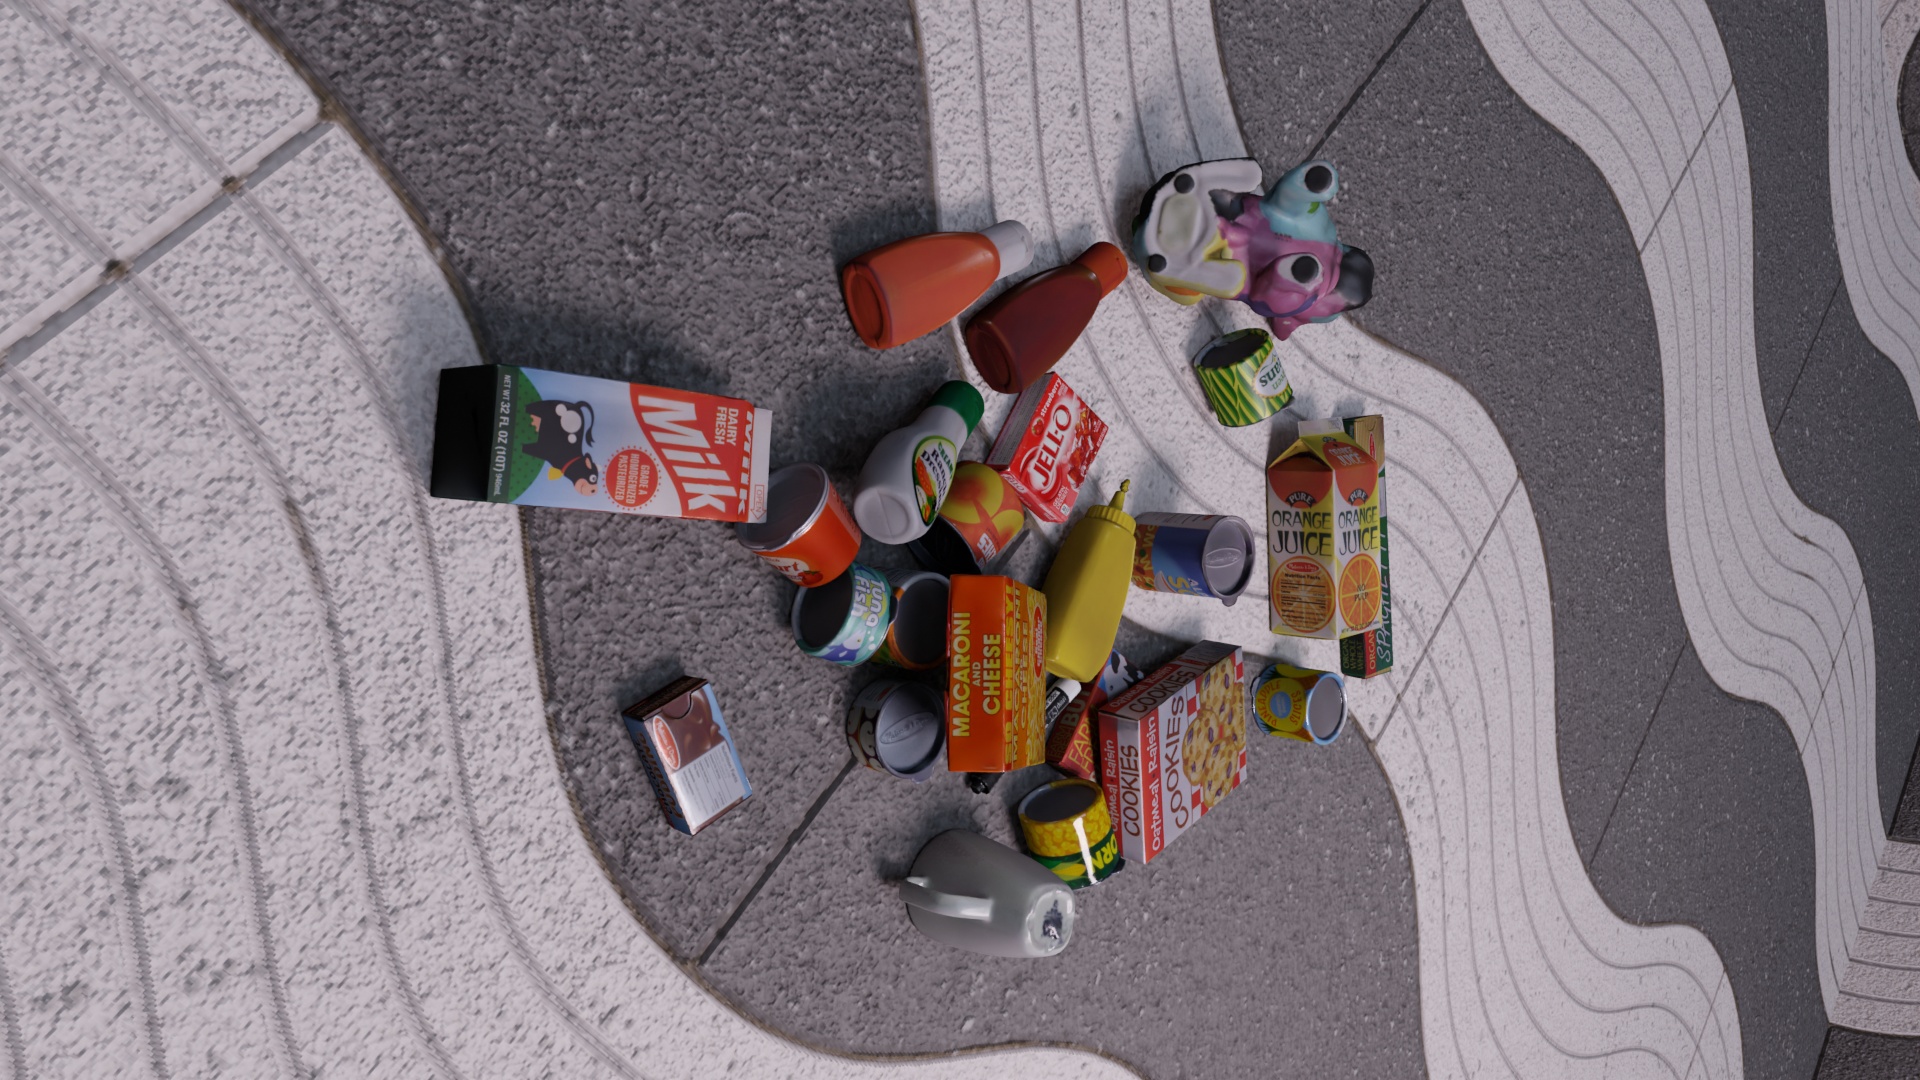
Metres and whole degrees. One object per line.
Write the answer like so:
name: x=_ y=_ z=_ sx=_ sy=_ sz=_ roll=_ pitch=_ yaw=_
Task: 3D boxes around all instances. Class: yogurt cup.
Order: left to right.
yogurt cup: x=-0.098 y=-0.008 z=0.867 sx=0.072 sy=0.072 sz=0.053 roll=-59 pitch=135 yaw=-22

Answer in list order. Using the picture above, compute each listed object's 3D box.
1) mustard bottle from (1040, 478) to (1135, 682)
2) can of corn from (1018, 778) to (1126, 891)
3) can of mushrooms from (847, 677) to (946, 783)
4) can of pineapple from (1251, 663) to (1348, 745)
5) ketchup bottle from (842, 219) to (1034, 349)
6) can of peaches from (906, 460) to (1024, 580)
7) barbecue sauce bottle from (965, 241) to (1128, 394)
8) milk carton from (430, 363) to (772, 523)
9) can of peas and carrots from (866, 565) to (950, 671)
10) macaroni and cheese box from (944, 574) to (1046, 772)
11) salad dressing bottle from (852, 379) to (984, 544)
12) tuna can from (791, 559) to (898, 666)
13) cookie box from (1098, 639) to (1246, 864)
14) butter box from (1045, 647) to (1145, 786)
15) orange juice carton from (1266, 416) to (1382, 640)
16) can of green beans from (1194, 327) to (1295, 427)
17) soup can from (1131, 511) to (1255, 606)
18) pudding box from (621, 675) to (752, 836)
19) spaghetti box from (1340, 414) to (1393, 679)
mustard bottle: x=0.100 y=0.025 z=1.056 sx=0.065 sy=0.049 sz=0.160 roll=37 pitch=68 yaw=-41
can of corn: x=0.083 y=0.219 z=1.037 sx=0.071 sy=0.071 sz=0.058 roll=-29 pitch=111 yaw=-37
can of mushrooms: x=-0.042 y=0.129 z=0.945 sx=0.071 sy=0.033 sz=0.071 roll=-3 pitch=94 yaw=-42
can of pineapple: x=0.302 y=0.146 z=1.238 sx=0.071 sy=0.058 sz=0.071 roll=-4 pitch=95 yaw=-42
ketchup bottle: x=-0.011 y=-0.182 z=0.947 sx=0.149 sy=0.043 sz=0.064 roll=-30 pitch=113 yaw=-37
can of peaches: x=0.003 y=-0.012 z=0.952 sx=0.058 sy=0.071 sz=0.071 roll=-45 pitch=121 yaw=-31
barbecue sauce bottle: x=0.068 y=-0.170 z=1.019 sx=0.149 sy=0.043 sz=0.064 roll=-43 pitch=119 yaw=-32
milk carton: x=-0.186 y=-0.050 z=0.777 sx=0.191 sy=0.073 sz=0.072 roll=4 pitch=90 yaw=-42
can of peas and carrots: x=-0.040 y=0.054 z=0.925 sx=0.071 sy=0.058 sz=0.071 roll=-3 pitch=95 yaw=-41
macaroni and cheese box: x=0.026 y=0.091 z=0.932 sx=0.166 sy=0.040 sz=0.124 roll=29 pitch=61 yaw=-76
salad dressing bottle: x=-0.024 y=-0.056 z=0.913 sx=0.148 sy=0.044 sz=0.064 roll=-61 pitch=142 yaw=-50
tuna can: x=-0.074 y=0.044 z=0.885 sx=0.033 sy=0.071 sz=0.071 roll=24 pitch=77 yaw=-39
cookie box: x=0.172 y=0.165 z=1.114 sx=0.168 sy=0.040 sz=0.122 roll=-24 pitch=115 yaw=-48
butter box: x=0.105 y=0.137 z=1.083 sx=0.053 sy=0.024 sz=0.104 roll=41 pitch=66 yaw=-37
orange juice carton: x=0.324 y=-0.013 z=1.238 sx=0.072 sy=0.073 sz=0.192 roll=-8 pitch=97 yaw=-41
can of green beans: x=0.235 y=-0.136 z=1.156 sx=0.071 sy=0.071 sz=0.057 roll=-45 pitch=120 yaw=-30
soup can: x=0.181 y=0.014 z=1.104 sx=0.071 sy=0.083 sz=0.071 roll=-3 pitch=95 yaw=-41
pudding box: x=-0.163 y=0.129 z=0.837 sx=0.050 sy=0.030 sz=0.083 roll=-32 pitch=113 yaw=-35
spaghetti box: x=0.383 y=0.006 z=1.322 sx=0.050 sy=0.028 sz=0.249 roll=-11 pitch=100 yaw=-41
